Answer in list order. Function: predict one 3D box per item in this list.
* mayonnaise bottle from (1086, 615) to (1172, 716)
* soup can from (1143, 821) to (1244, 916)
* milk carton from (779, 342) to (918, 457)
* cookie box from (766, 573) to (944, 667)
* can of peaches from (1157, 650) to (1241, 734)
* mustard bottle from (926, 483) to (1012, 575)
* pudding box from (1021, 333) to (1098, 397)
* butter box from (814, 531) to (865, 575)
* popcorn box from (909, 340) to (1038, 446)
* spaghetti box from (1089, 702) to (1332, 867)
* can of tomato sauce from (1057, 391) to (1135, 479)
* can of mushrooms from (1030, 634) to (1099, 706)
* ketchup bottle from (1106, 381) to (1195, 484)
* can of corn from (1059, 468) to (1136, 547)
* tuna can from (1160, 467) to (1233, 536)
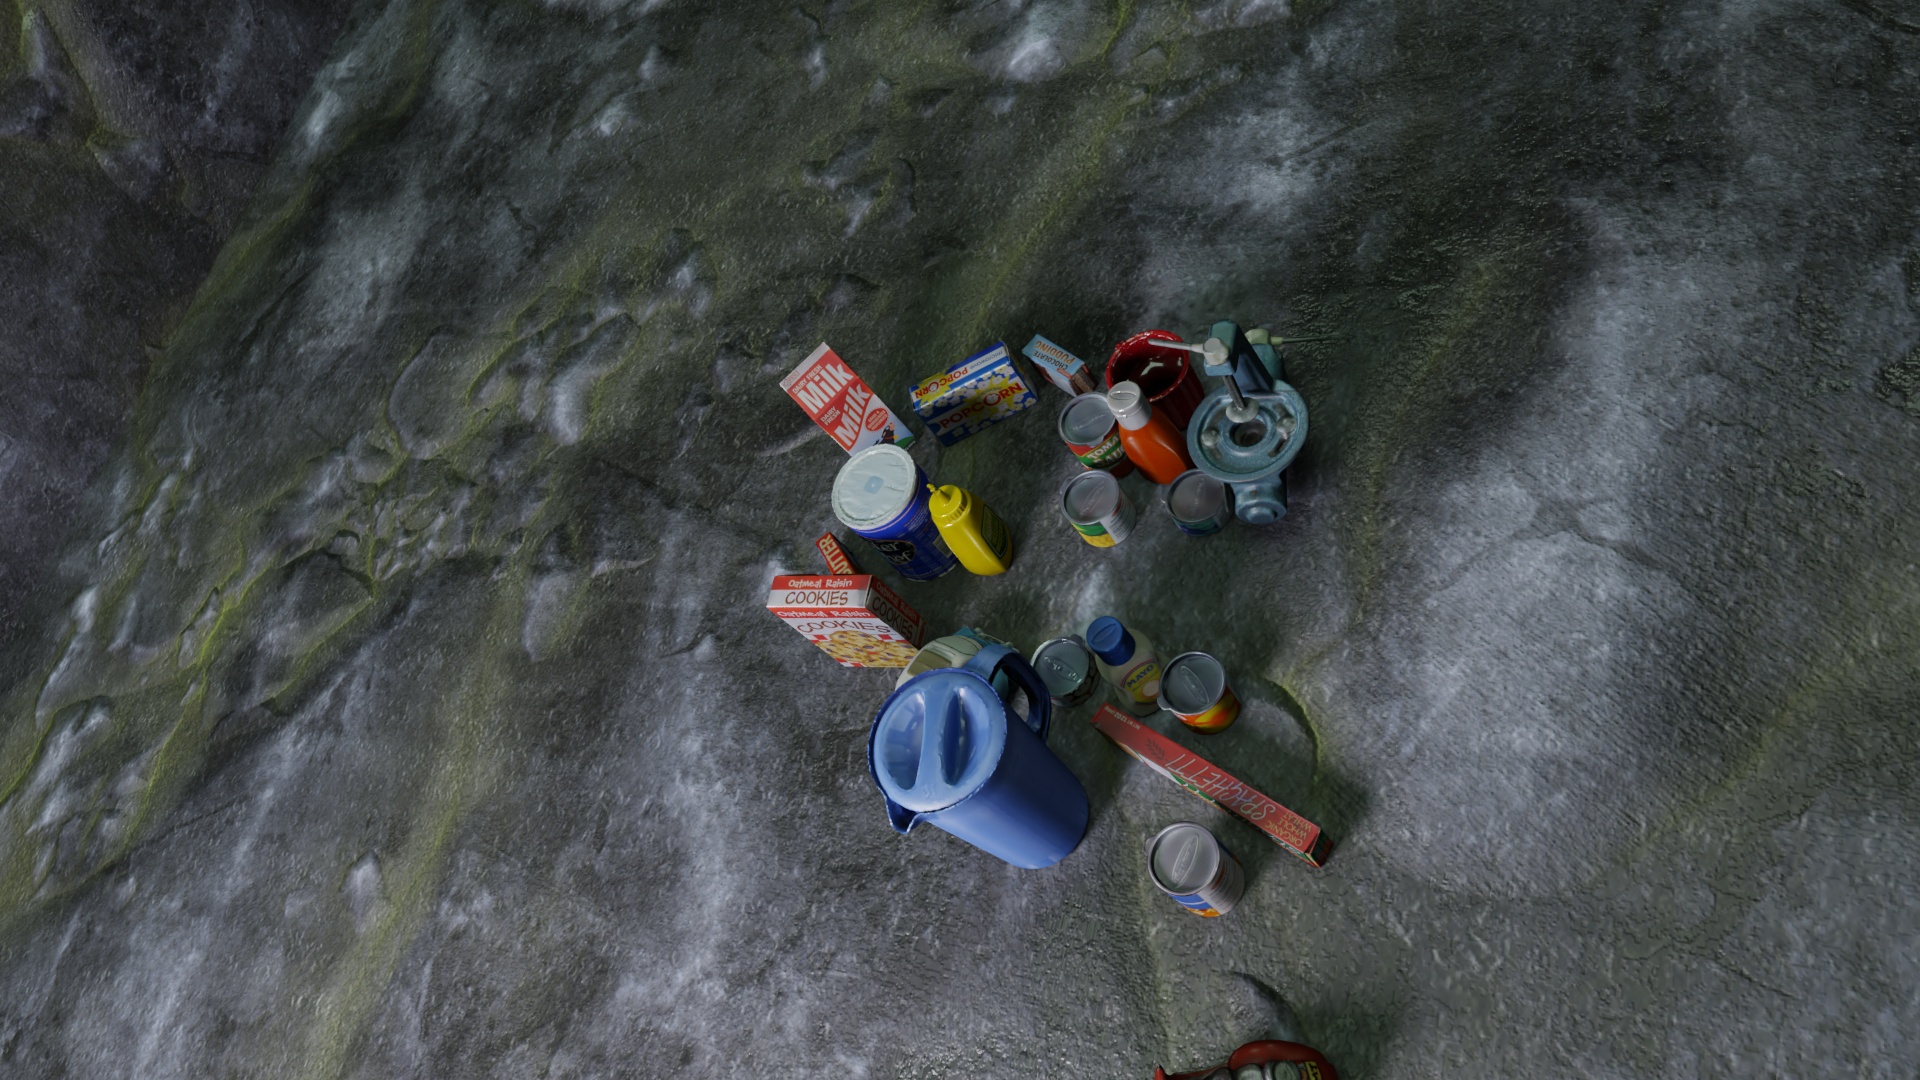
[{"bbox_3d":[0.162,0.118,1.326,0.065,0.147,0.041,-39,52,4],"label":"mayonnaise bottle"},{"bbox_3d":[0.209,0.293,1.241,0.071,0.083,0.071,-13,58,22],"label":"soup can"},{"bbox_3d":[-0.135,-0.156,1.617,0.072,0.190,0.073,-45,52,0],"label":"milk carton"},{"bbox_3d":[-0.109,0.086,1.479,0.123,0.167,0.040,-2,63,28],"label":"cookie box"},{"bbox_3d":[0.228,0.147,1.331,0.071,0.058,0.071,-13,58,22],"label":"can of peaches"},{"bbox_3d":[0.005,-0.019,1.481,0.049,0.160,0.065,-9,60,24],"label":"mustard bottle"},{"bbox_3d":[0.114,-0.199,1.596,0.030,0.049,0.084,-49,52,-4],"label":"pudding box"},{"bbox_3d":[-0.126,0.040,1.587,0.024,0.053,0.104,-38,52,5],"label":"butter box"},{"bbox_3d":[0.016,-0.169,1.609,0.126,0.085,0.038,-26,54,14],"label":"popcorn box"},{"bbox_3d":[0.230,0.225,1.291,0.250,0.050,0.029,28,79,37],"label":"spaghetti box"},{"bbox_3d":[0.152,-0.110,1.503,0.071,0.083,0.071,-13,58,22],"label":"can of tomato sauce"},{"bbox_3d":[0.108,0.133,1.420,0.071,0.033,0.071,-13,58,22],"label":"can of mushrooms"},{"bbox_3d":[0.194,-0.111,1.440,0.065,0.148,0.044,5,66,31],"label":"ketchup bottle"},{"bbox_3d":[0.146,-0.035,1.480,0.071,0.058,0.071,-13,58,22],"label":"can of corn"},{"bbox_3d":[0.246,-0.039,1.444,0.071,0.032,0.071,-13,58,22],"label":"tuna can"}]
